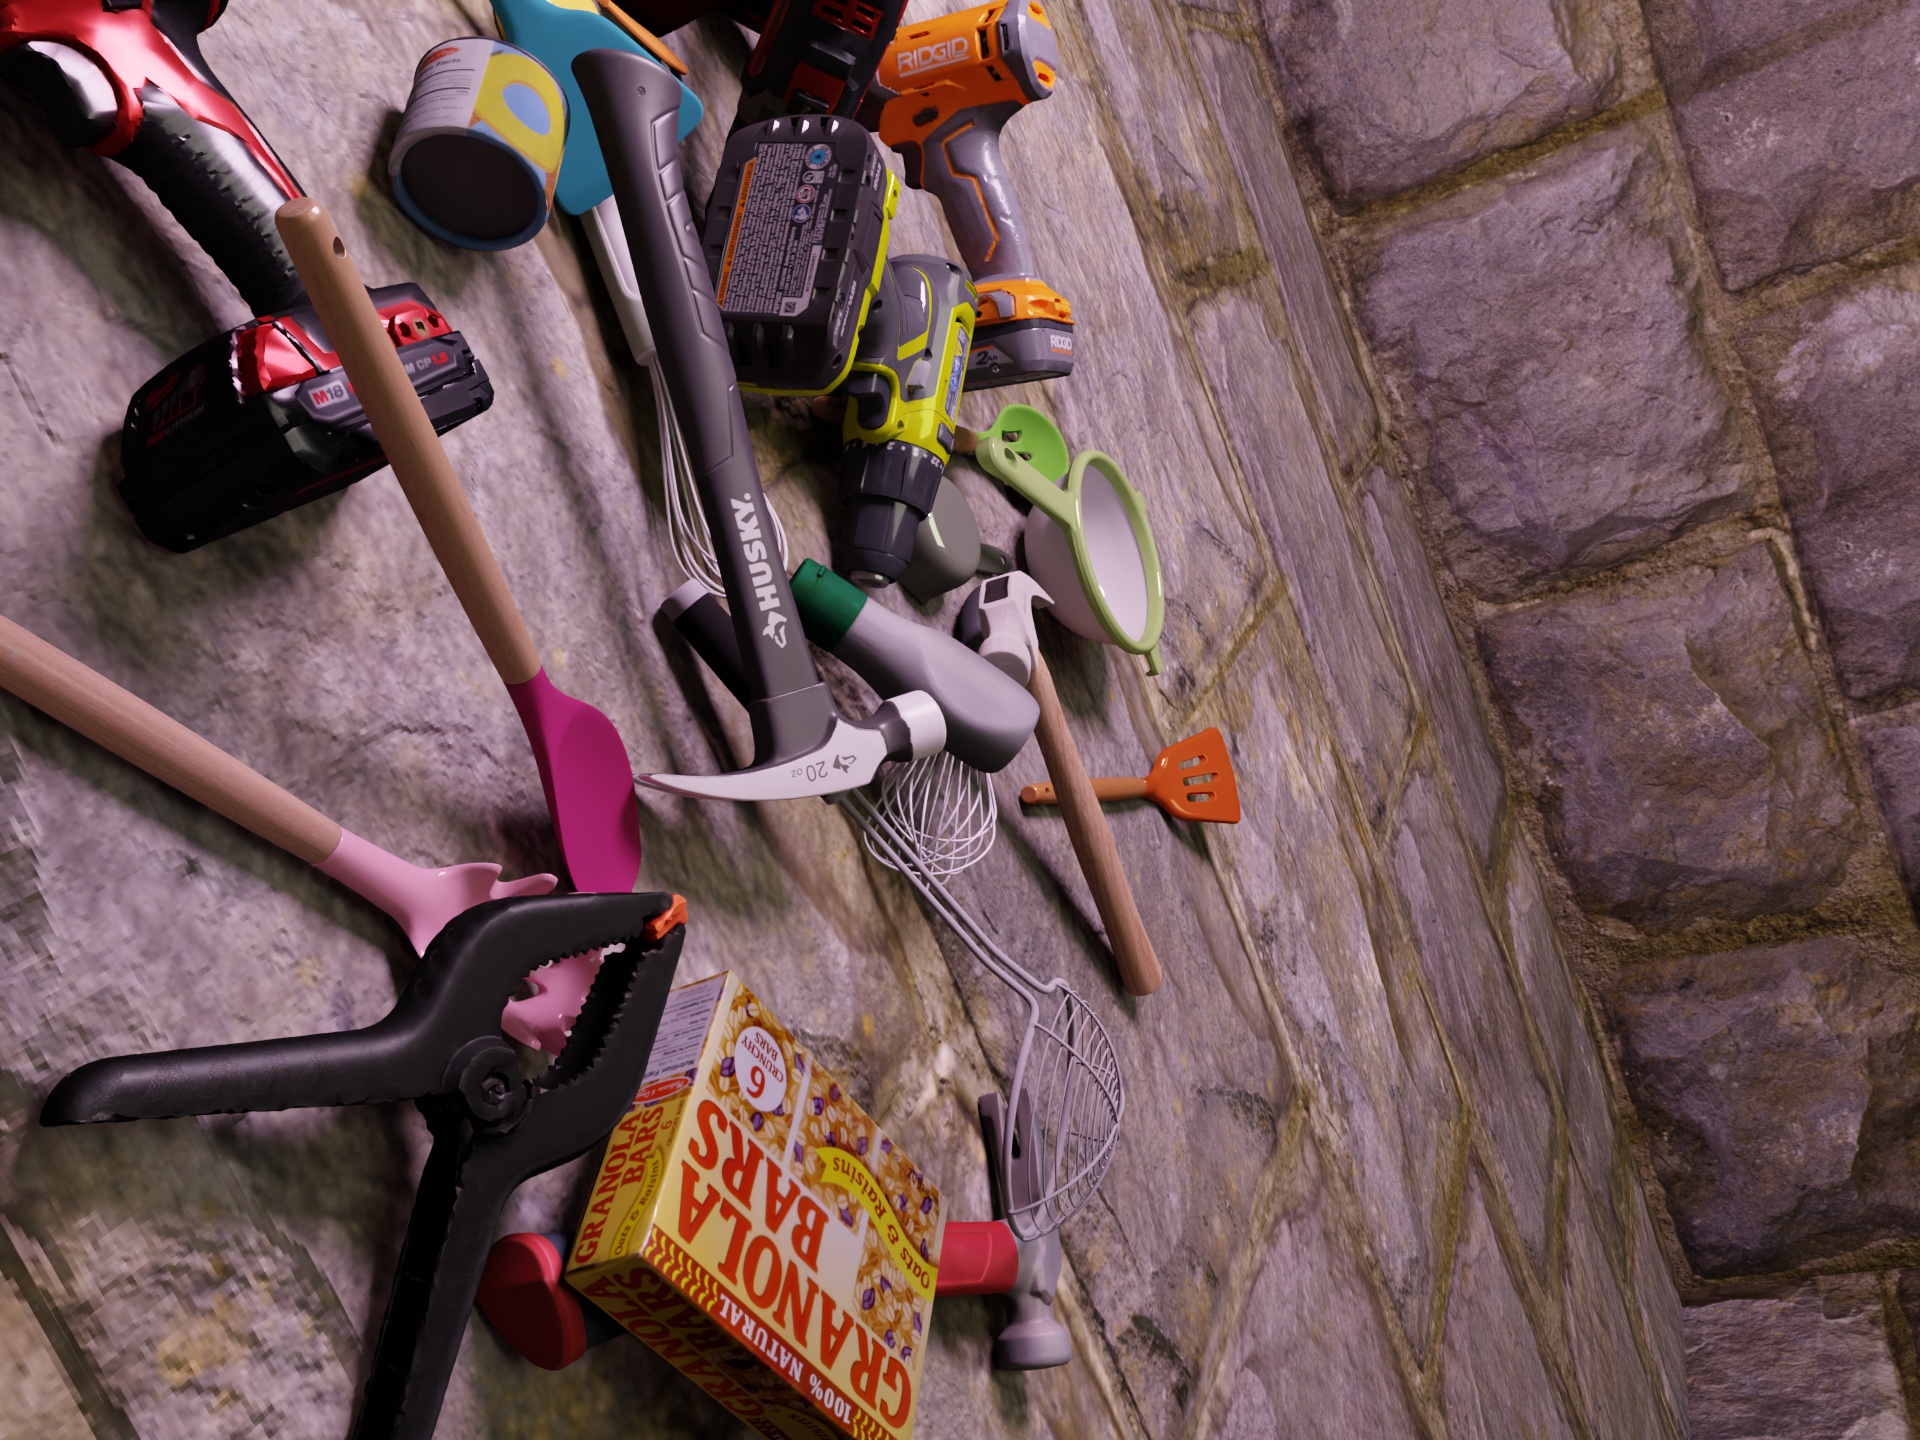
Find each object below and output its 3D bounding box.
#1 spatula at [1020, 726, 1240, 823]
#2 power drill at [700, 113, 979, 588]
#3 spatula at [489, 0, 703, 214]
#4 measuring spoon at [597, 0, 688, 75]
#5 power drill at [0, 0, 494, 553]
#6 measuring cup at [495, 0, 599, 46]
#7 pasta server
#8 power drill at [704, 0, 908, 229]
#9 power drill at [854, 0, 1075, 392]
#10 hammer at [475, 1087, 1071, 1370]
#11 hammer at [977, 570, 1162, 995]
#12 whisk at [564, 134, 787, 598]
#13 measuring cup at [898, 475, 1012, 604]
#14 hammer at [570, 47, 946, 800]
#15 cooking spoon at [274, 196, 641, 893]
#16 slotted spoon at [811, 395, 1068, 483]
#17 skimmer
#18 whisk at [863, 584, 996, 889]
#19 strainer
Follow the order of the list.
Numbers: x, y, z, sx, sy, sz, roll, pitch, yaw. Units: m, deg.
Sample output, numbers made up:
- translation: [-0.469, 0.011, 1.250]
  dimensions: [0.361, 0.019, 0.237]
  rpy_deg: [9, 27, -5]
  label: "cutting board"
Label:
- translation: [0.128, 0.047, 1.163]
  dimensions: [0.322, 0.041, 0.081]
  rpy_deg: [1, 75, -61]
  label: "spatula"
- translation: [-0.057, -0.188, 0.842]
  dimensions: [0.228, 0.080, 0.191]
  rpy_deg: [40, 59, -69]
  label: "power drill"
- translation: [-0.240, -0.376, 0.692]
  dimensions: [0.317, 0.082, 0.044]
  rpy_deg: [52, 5, -28]
  label: "spatula"
- translation: [-0.169, -0.368, 0.841]
  dimensions: [0.021, 0.011, 0.117]
  rpy_deg: [54, 13, 8]
  label: "measuring spoon"
- translation: [-0.260, -0.175, 0.511]
  dimensions: [0.219, 0.078, 0.143]
  rpy_deg: [63, 28, -13]
  label: "power drill"
- translation: [-0.219, -0.374, 0.751]
  dimensions: [0.156, 0.029, 0.062]
  rpy_deg: [58, 30, -32]
  label: "measuring cup"
- translation: [-0.220, 0.027, 0.507]
  dimensions: [0.315, 0.040, 0.060]
  rpy_deg: [45, 56, -41]
  label: "pasta server"
- translation: [-0.094, -0.374, 0.877]
  dimensions: [0.080, 0.187, 0.227]
  rpy_deg: [16, 41, -23]
  label: "power drill"
- translation: [-0.013, -0.325, 1.009]
  dimensions: [0.084, 0.164, 0.226]
  rpy_deg: [-19, 104, -64]
  label: "power drill"
- translation: [-0.058, 0.224, 0.703]
  dimensions: [0.386, 0.038, 0.143]
  rpy_deg: [27, 50, -55]
  label: "hammer"
- translation: [0.074, 0.050, 1.005]
  dimensions: [0.130, 0.031, 0.331]
  rpy_deg: [-85, 157, -53]
  label: "hammer"
- translation: [-0.142, -0.170, 0.766]
  dimensions: [0.058, 0.059, 0.246]
  rpy_deg: [-21, 89, -30]
  label: "whisk"
- translation: [0.006, -0.115, 1.021]
  dimensions: [0.167, 0.038, 0.083]
  rpy_deg: [3, 72, -60]
  label: "measuring cup"
- translation: [-0.112, -0.124, 0.698]
  dimensions: [0.146, 0.035, 0.335]
  rpy_deg: [-18, 96, -30]
  label: "hammer"
- translation: [-0.164, -0.036, 0.559]
  dimensions: [0.318, 0.017, 0.069]
  rpy_deg: [78, 17, -46]
  label: "cooking spoon"
- translation: [-0.008, -0.190, 1.057]
  dimensions: [0.313, 0.031, 0.070]
  rpy_deg: [-6, 80, -61]
  label: "slotted spoon"
- translation: [-0.039, 0.093, 0.780]
  dimensions: [0.363, 0.090, 0.127]
  rpy_deg: [50, 30, -7]
  label: "skimmer"
- translation: [-0.003, -0.003, 0.932]
  dimensions: [0.070, 0.070, 0.285]
  rpy_deg: [58, 25, -27]
  label: "whisk"
- translation: [0.061, -0.128, 1.103]
  dimensions: [0.256, 0.069, 0.152]
  rpy_deg: [28, 53, -54]
  label: "strainer"
